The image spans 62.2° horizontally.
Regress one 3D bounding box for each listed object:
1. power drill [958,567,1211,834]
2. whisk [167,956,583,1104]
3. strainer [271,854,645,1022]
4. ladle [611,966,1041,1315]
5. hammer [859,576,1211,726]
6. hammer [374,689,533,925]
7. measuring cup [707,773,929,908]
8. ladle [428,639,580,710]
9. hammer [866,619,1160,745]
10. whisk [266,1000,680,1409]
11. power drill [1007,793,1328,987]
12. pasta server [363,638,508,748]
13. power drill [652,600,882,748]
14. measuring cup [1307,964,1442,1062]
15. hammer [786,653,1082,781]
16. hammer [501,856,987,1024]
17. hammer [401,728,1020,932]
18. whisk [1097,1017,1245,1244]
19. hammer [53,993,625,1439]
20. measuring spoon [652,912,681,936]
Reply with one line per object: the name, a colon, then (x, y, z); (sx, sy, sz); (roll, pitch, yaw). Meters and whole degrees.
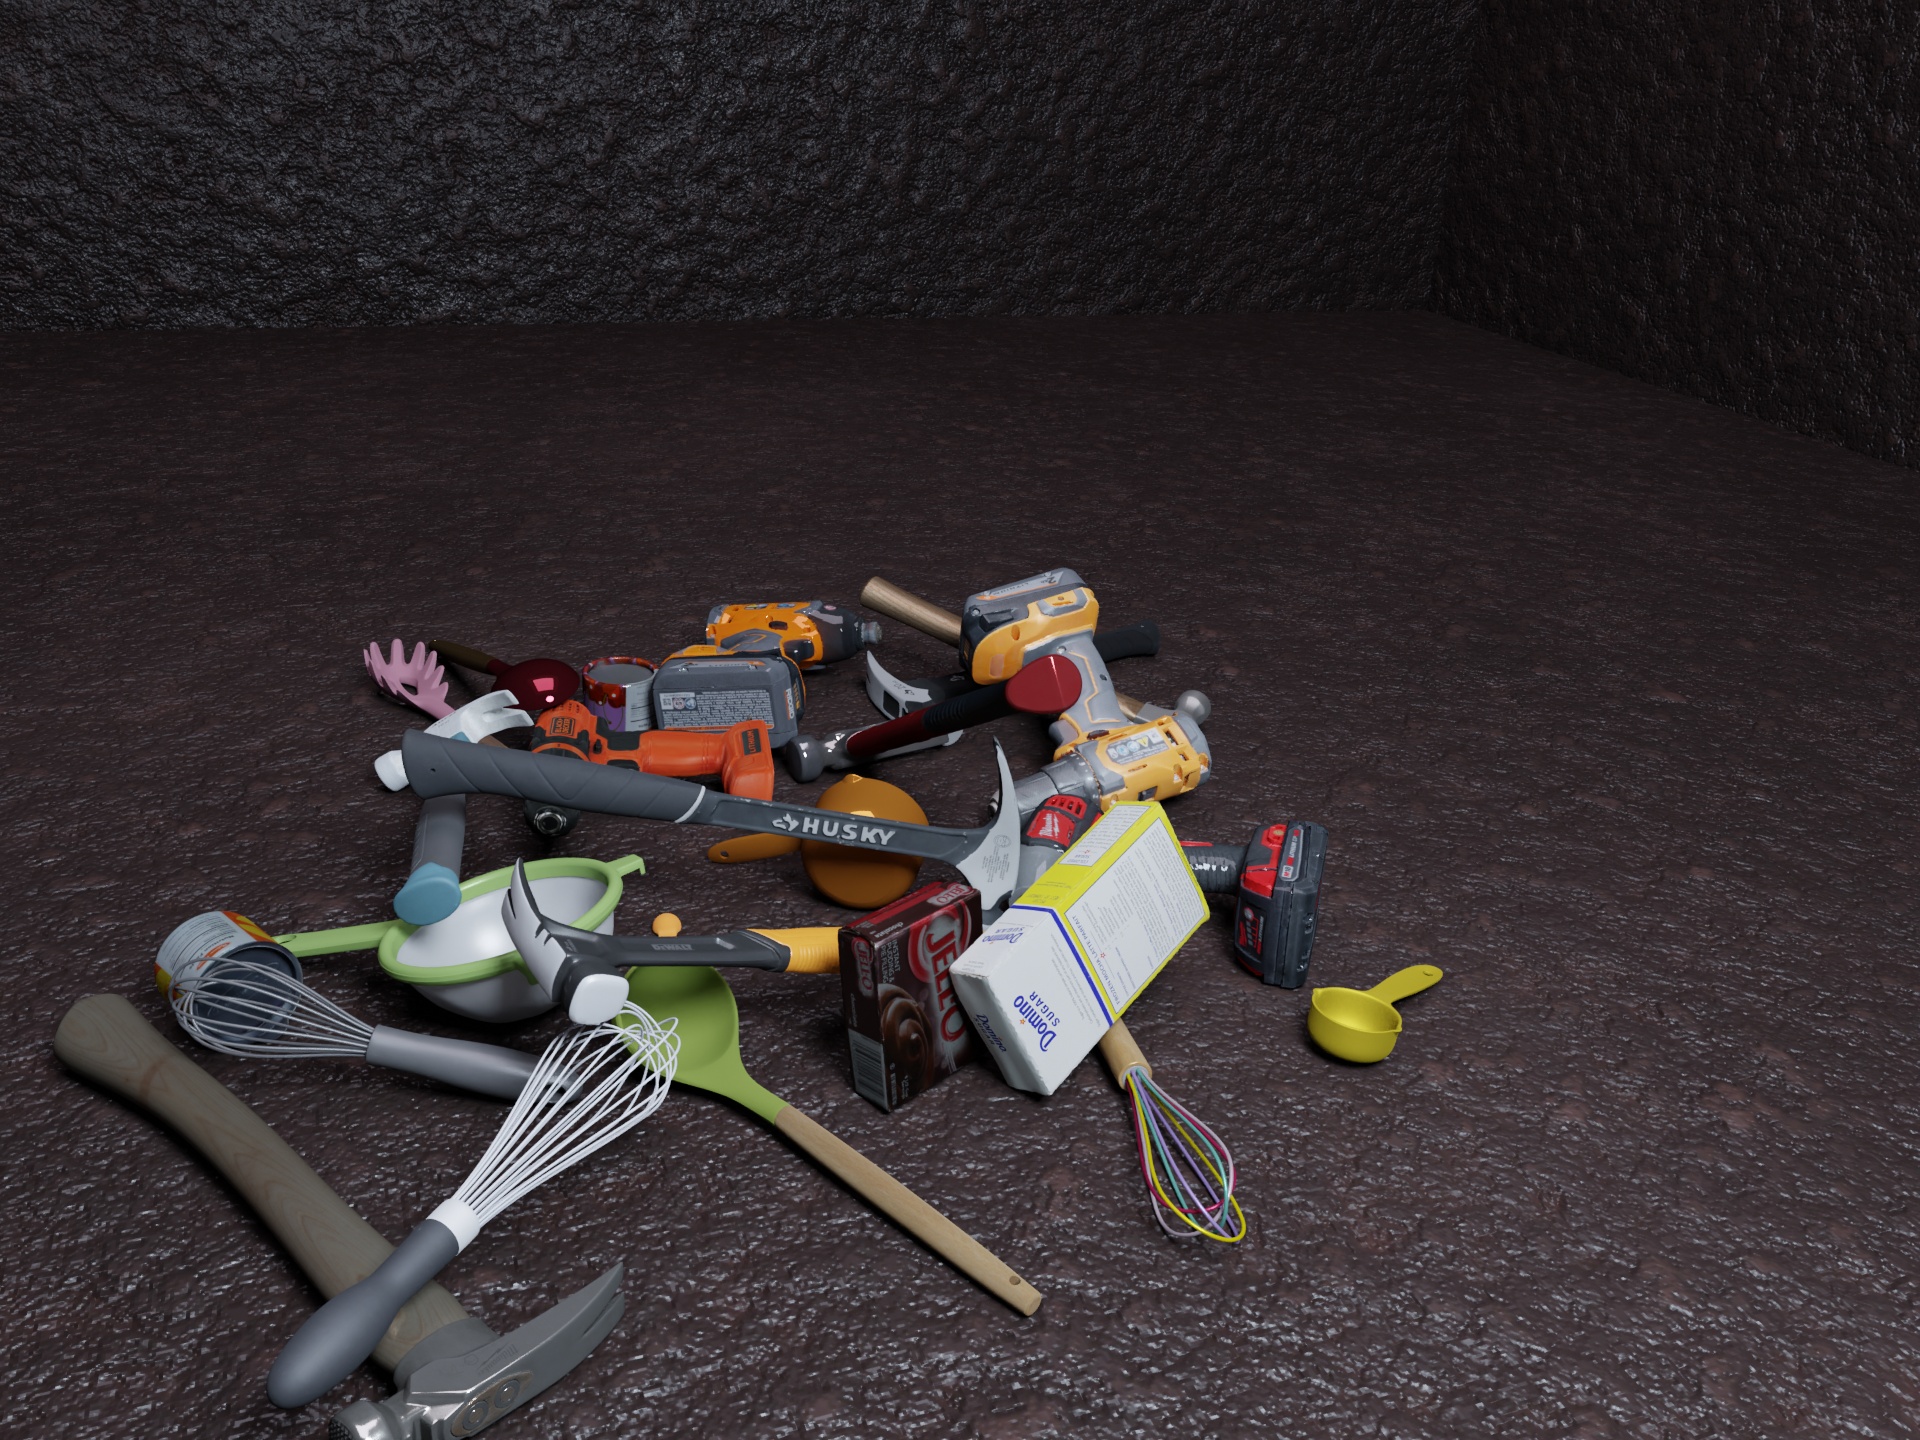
power drill: (0.074, -0.009, 1.306); (0.185, 0.084, 0.226); (-19, 55, -19)
whisk: (-0.333, 0.182, 0.909); (0.239, 0.055, 0.055); (15, 24, -6)
strainer: (-0.327, 0.154, 1.003); (0.256, 0.069, 0.151); (-9, 19, 16)
ladle: (-0.080, 0.224, 0.880); (0.320, 0.062, 0.078); (26, 36, 35)
hammer: (0.056, -0.050, 1.431); (0.331, 0.031, 0.130); (26, 34, 14)
hammer: (-0.362, 0.059, 1.111); (0.128, 0.033, 0.331); (-33, 24, -2)
measuring cup: (-0.109, 0.097, 1.137); (0.173, 0.095, 0.052); (-10, 28, 16)
ladle: (-0.409, -0.048, 1.373); (0.069, 0.031, 0.316); (-25, 21, -29)
hammer: (0.063, -0.052, 1.513); (0.334, 0.035, 0.146); (-16, 32, -36)
whisk: (-0.228, 0.227, 0.778); (0.070, 0.070, 0.285); (14, 29, 21)
power drill: (0.141, 0.115, 1.122); (0.220, 0.078, 0.143); (8, 25, 15)
pasta server: (-0.409, 0.004, 1.325); (0.060, 0.040, 0.316); (-12, 30, -43)
power drill: (-0.166, -0.049, 1.405); (0.164, 0.084, 0.227); (-2, 21, 10)
measuring cup: (0.279, 0.190, 1.047); (0.062, 0.029, 0.156); (23, 19, 35)
hammer: (-0.002, -0.004, 1.171); (0.143, 0.038, 0.386); (-13, -1, -26)
hammer: (-0.106, 0.136, 0.962); (0.336, 0.034, 0.127); (9, 20, -40)
hammer: (-0.157, 0.054, 1.045); (0.409, 0.149, 0.036); (10, 18, -9)
whisk: (0.107, 0.219, 0.930); (0.047, 0.051, 0.245); (-8, 24, -11)
hammer: (-0.353, 0.237, 0.836); (0.411, 0.038, 0.146); (23, 30, 36)
measuring spoon: (-0.192, 0.159, 1.050); (0.021, 0.011, 0.117); (-2, 26, -12)
